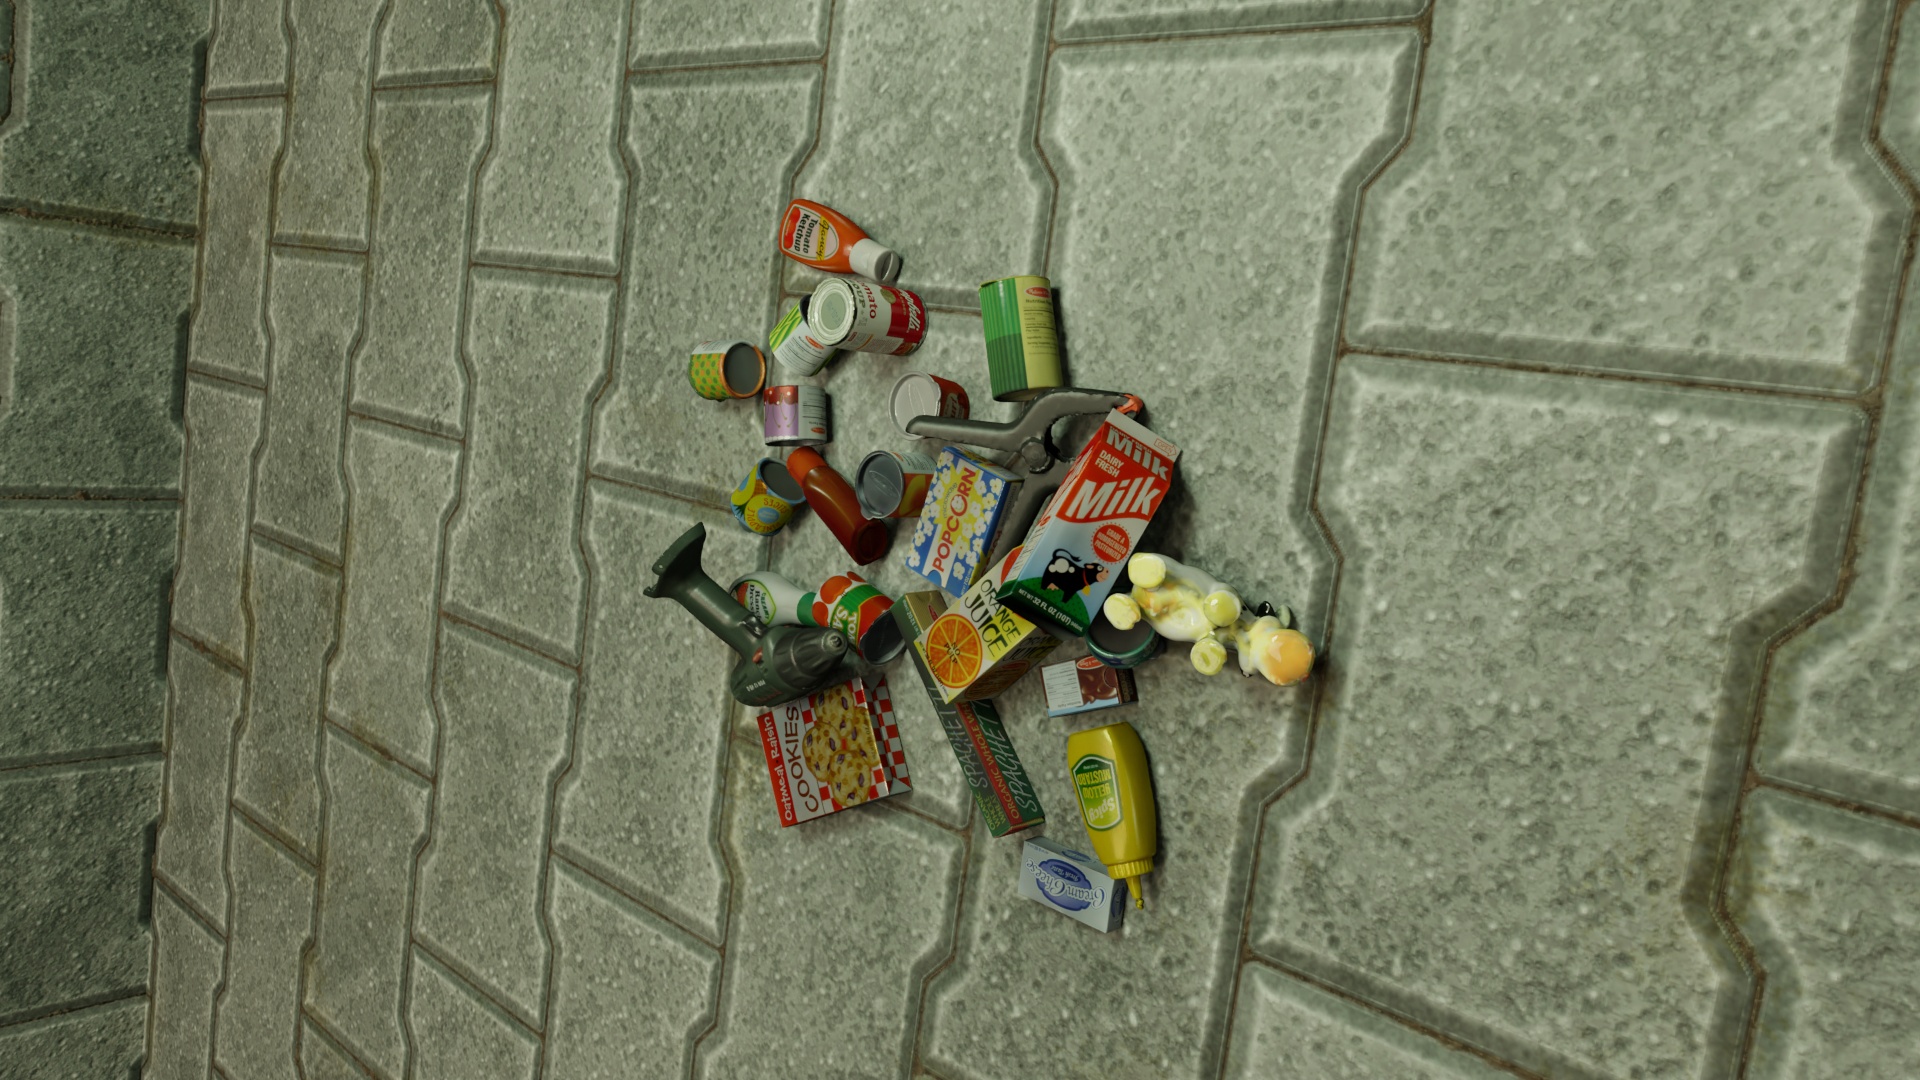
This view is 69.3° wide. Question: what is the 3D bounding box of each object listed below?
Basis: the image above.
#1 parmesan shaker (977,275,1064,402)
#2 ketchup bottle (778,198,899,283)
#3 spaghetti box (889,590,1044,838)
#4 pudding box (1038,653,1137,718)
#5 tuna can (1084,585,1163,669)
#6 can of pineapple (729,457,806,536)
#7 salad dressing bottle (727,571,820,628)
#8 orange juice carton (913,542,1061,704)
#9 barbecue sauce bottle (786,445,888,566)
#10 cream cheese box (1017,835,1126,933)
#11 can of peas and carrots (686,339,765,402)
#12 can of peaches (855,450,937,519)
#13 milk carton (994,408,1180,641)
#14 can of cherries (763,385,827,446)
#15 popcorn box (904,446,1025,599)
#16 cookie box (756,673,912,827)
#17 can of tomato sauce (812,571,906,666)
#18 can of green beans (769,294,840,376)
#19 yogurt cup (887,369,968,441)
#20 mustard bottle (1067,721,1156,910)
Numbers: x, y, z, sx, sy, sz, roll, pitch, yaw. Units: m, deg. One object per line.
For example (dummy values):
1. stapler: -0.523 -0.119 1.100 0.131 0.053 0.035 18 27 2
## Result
1. parmesan shaker: 0.052 -0.181 1.259 0.071 0.071 0.103 -11 83 41
2. ketchup bottle: -0.125 -0.304 1.432 0.149 0.043 0.064 30 109 36
3. spaghetti box: 0.005 0.161 1.316 0.028 0.050 0.251 -41 65 36
4. pudding box: 0.113 0.127 1.235 0.083 0.030 0.050 -18 77 40
5. tuna can: 0.140 0.075 1.190 0.071 0.032 0.071 -5 67 11
6. can of pineapple: -0.204 -0.046 1.486 0.057 0.071 0.071 -46 62 31
7. salad dressing bottle: -0.187 0.069 1.487 0.147 0.044 0.064 6 102 41
8. orange juice carton: 0.052 0.067 1.259 0.192 0.073 0.072 -44 63 32
9. barbecue sauce bottle: -0.130 -0.041 1.432 0.149 0.044 0.064 48 155 36
10. cream cheese box: 0.101 0.309 1.250 0.104 0.024 0.053 14 100 40
11. can of peas and carrots: -0.257 -0.186 1.534 0.058 0.071 0.071 3 93 41
12. can of peaches: -0.062 -0.053 1.368 0.071 0.058 0.071 1 92 41
13. milk carton: 0.111 -0.015 1.165 0.072 0.073 0.191 31 79 -5
14. can of cherries: -0.176 -0.130 1.461 0.071 0.071 0.058 -4 88 41
15. popcorn box: 0.005 -0.017 1.324 0.085 0.038 0.126 30 109 36
16. cookie box: -0.134 0.220 1.444 0.167 0.040 0.123 -24 74 37
17. can of tomato sauce: -0.100 0.078 1.394 0.083 0.071 0.071 33 111 37
18. can of green beans: -0.156 -0.213 1.445 0.057 0.071 0.071 -40 65 35
19. yogurt cup: -0.029 -0.129 1.342 0.072 0.054 0.072 0 91 41
20. mustard bottle: 0.138 0.239 1.201 0.065 0.049 0.160 -23 75 41
